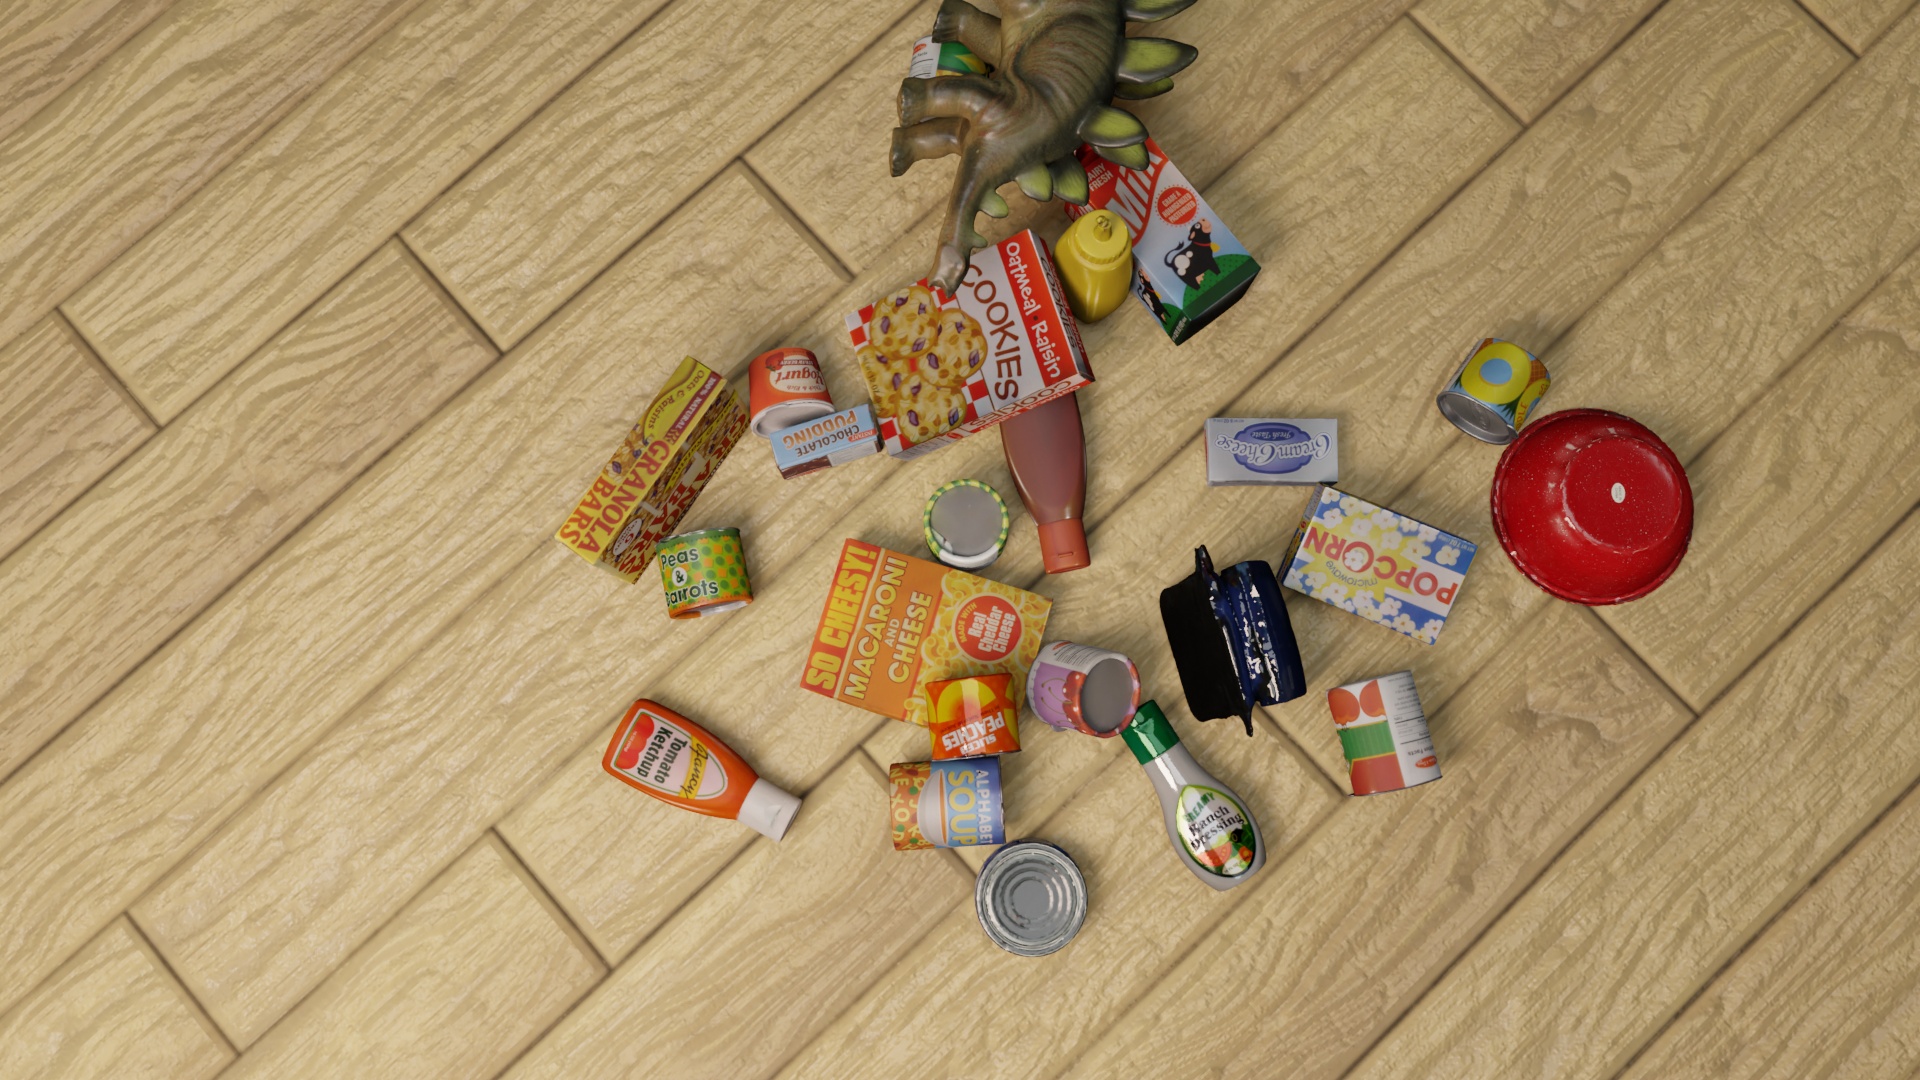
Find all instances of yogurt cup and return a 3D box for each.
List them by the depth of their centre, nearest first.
[{"bbox_3d":[-0.136,-0.117,1.095,0.072,0.072,0.054,-13,74,-1],"label":"yogurt cup"}]

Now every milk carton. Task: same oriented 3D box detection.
[{"bbox_3d":[0.146,-0.257,1.110,0.073,0.072,0.190,-38,82,-6],"label":"milk carton"}]

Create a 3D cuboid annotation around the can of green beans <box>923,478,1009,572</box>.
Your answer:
[{"bbox_3d":[0.004,-0.011,1.079,0.071,0.057,0.071,0,81,0],"label":"can of green beans"}]

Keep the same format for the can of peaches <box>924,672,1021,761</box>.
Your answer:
[{"bbox_3d":[0.009,0.128,1.011,0.071,0.071,0.058,-6,82,0],"label":"can of peaches"}]

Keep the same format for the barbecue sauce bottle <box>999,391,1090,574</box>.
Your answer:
[{"bbox_3d":[0.071,-0.049,1.092,0.065,0.043,0.148,-11,82,5],"label":"barbecue sauce bottle"}]

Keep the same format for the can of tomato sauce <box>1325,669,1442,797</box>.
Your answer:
[{"bbox_3d":[0.317,0.146,1.050,0.071,0.071,0.083,-13,81,-2],"label":"can of tomato sauce"}]

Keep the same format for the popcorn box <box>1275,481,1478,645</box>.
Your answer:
[{"bbox_3d":[0.321,0.017,1.072,0.127,0.038,0.085,22,99,4],"label":"popcorn box"}]

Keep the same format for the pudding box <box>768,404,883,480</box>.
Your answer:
[{"bbox_3d":[-0.106,-0.077,1.095,0.084,0.049,0.030,-18,80,-2],"label":"pudding box"}]

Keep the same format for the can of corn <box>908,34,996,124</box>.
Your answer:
[{"bbox_3d":[-0.009,-0.369,1.133,0.071,0.071,0.058,9,82,2],"label":"can of corn"}]

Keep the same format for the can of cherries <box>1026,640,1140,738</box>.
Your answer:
[{"bbox_3d":[0.094,0.114,1.046,0.072,0.058,0.071,-4,96,-38],"label":"can of cherries"}]

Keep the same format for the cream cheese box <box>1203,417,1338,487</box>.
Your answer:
[{"bbox_3d":[0.247,-0.070,1.104,0.104,0.024,0.053,0,83,1],"label":"cream cheese box"}]

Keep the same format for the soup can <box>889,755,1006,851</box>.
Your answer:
[{"bbox_3d":[-0.009,0.197,1.040,0.084,0.071,0.071,-4,81,0],"label":"soup can"}]

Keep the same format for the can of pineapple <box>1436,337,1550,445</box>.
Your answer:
[{"bbox_3d":[0.419,-0.116,1.088,0.071,0.071,0.058,37,83,6],"label":"can of pineapple"}]

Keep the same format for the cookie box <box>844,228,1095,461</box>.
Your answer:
[{"bbox_3d":[0.006,-0.150,1.080,0.167,0.040,0.123,-22,78,20],"label":"cookie box"}]

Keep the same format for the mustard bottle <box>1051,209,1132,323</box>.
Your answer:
[{"bbox_3d":[0.103,-0.215,1.060,0.049,0.160,0.065,-34,84,-6],"label":"mustard bottle"}]

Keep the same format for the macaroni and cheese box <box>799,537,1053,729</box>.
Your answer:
[{"bbox_3d":[-0.026,0.081,1.074,0.166,0.040,0.124,17,82,2],"label":"macaroni and cheese box"}]

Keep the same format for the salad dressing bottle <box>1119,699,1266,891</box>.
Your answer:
[{"bbox_3d":[0.172,0.192,1.053,0.064,0.044,0.148,-33,82,-3],"label":"salad dressing bottle"}]

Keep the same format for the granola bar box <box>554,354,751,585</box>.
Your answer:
[{"bbox_3d":[-0.229,-0.051,1.054,0.039,0.124,0.166,34,83,5],"label":"granola bar box"}]

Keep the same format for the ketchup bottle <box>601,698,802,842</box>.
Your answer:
[{"bbox_3d":[-0.194,0.180,1.058,0.149,0.043,0.065,27,82,4],"label":"ketchup bottle"}]

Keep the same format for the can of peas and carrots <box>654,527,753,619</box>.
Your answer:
[{"bbox_3d":[-0.198,0.026,1.069,0.071,0.071,0.059,-13,82,-1],"label":"can of peas and carrots"}]
